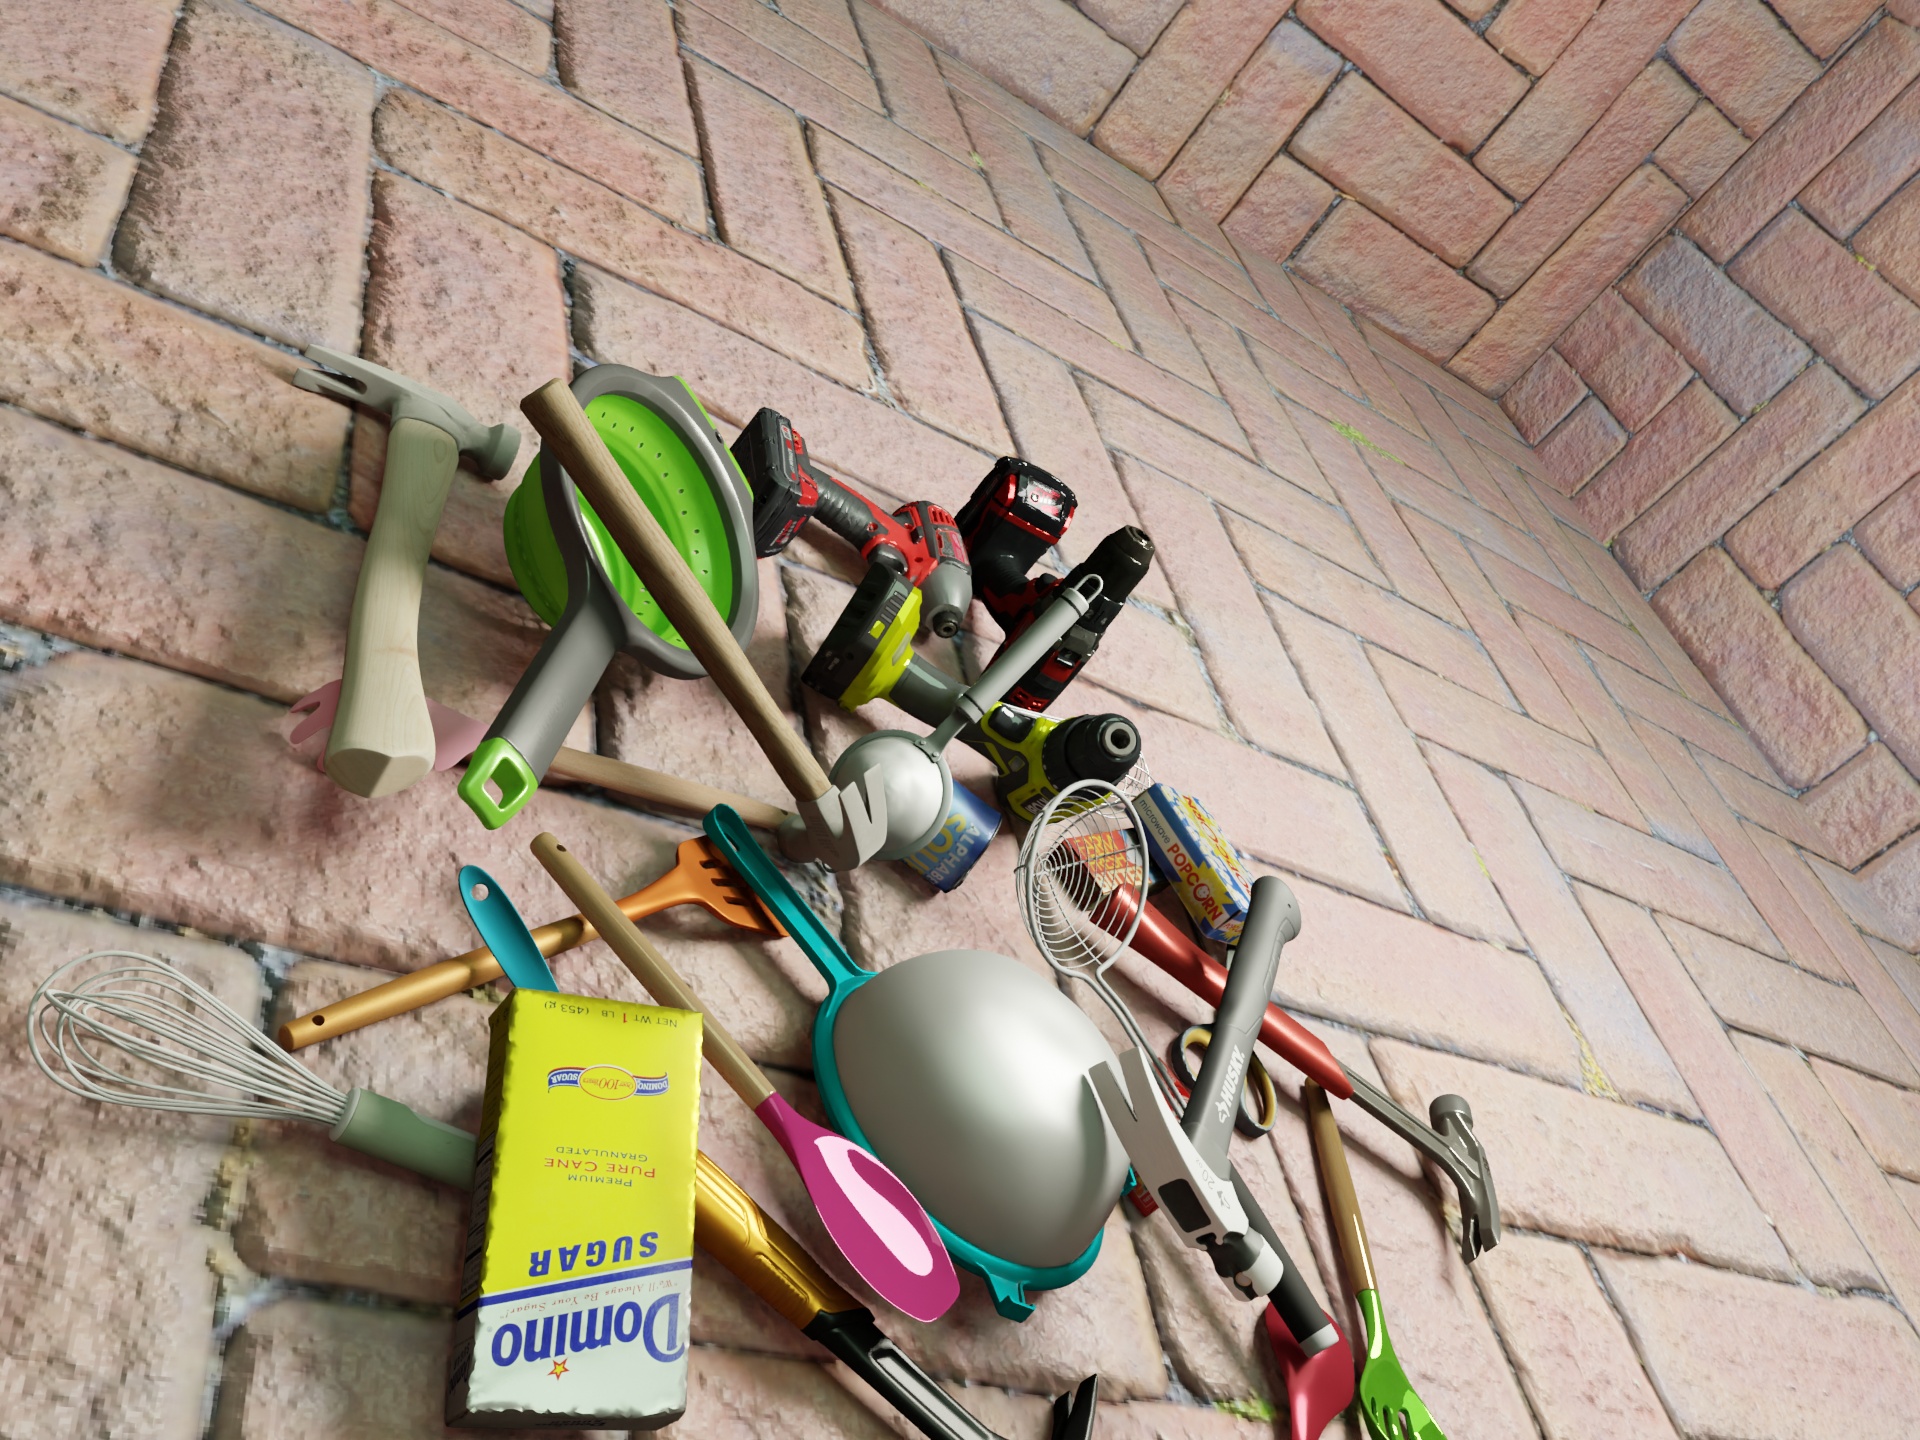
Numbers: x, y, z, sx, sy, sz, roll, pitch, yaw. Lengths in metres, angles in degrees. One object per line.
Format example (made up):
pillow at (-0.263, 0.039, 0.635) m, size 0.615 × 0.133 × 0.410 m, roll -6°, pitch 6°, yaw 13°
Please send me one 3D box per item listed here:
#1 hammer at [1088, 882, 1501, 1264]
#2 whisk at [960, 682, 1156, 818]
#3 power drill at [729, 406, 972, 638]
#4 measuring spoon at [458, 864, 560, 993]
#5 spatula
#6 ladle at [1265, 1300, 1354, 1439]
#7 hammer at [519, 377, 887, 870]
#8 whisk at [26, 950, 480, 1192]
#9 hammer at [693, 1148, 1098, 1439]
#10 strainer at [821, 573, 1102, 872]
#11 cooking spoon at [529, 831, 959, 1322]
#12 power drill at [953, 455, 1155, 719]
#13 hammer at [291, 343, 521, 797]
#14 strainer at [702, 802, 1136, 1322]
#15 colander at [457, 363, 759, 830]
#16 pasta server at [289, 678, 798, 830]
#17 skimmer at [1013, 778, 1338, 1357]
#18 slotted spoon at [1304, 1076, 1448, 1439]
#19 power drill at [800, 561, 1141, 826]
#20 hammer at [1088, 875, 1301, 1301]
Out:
hammer at (0.240, 0.237, 1.136) m, size 0.359 × 0.036 × 0.149 m, roll 37°, pitch 27°, yaw -10°
whisk at (0.030, -0.002, 1.232) m, size 0.284 × 0.070 × 0.070 m, roll 27°, pitch 33°, yaw -15°
power drill at (-0.084, -0.148, 1.274) m, size 0.219 × 0.078 × 0.143 m, roll 24°, pitch 35°, yaw -32°
measuring spoon at (-0.214, 0.128, 0.789) m, size 0.042 × 0.021 × 0.128 m, roll -31°, pitch 90°, yaw -25°
spatula at (-0.209, 0.118, 0.839) m, size 0.322 × 0.041 × 0.081 m, roll -17°, pitch 64°, yaw -51°
ladle at (0.178, 0.432, 0.864) m, size 0.069 × 0.031 × 0.315 m, roll 38°, pitch 32°, yaw -3°
hammer at (-0.146, -0.049, 0.918) m, size 0.031 × 0.130 × 0.331 m, roll -41°, pitch 108°, yaw -28°
whisk at (-0.272, 0.165, 0.684) m, size 0.246 × 0.058 × 0.059 m, roll 31°, pitch 66°, yaw -25°
hammer at (-0.073, 0.269, 0.769) m, size 0.337 × 0.034 × 0.127 m, roll 42°, pitch 31°, yaw -2°
strainer at (-0.002, -0.003, 1.015) m, size 0.087 × 0.258 × 0.050 m, roll 42°, pitch -7°, yaw 22°
cooking spoon at (-0.115, 0.173, 0.803) m, size 0.319 × 0.017 × 0.068 m, roll 46°, pitch 25°, yaw 14°
power drill at (0.071, -0.127, 1.313) m, size 0.080 × 0.188 × 0.227 m, roll 23°, pitch 30°, yaw -29°
hammer at (-0.333, -0.098, 0.914) m, size 0.146 × 0.038 × 0.411 m, roll 22°, pitch 27°, yaw -26°
strainer at (-0.015, 0.155, 0.904) m, size 0.340 × 0.095 × 0.211 m, roll 48°, pitch 22°, yaw 12°
colander at (-0.236, -0.066, 0.954) m, size 0.204 × 0.094 × 0.397 m, roll 60°, pitch 27°, yaw -29°
pasta server at (-0.227, 0.031, 0.930) m, size 0.316 × 0.040 × 0.060 m, roll 19°, pitch 36°, yaw -39°
skimmer at (0.143, 0.207, 0.985) m, size 0.127 × 0.090 × 0.364 m, roll -2°, pitch 53°, yaw -47°
slotted spoon at (0.265, 0.360, 1.054) m, size 0.070 × 0.031 × 0.314 m, roll 29°, pitch 30°, yaw -21°
power drill at (0.012, -0.011, 1.112) m, size 0.228 × 0.190 × 0.080 m, roll 33°, pitch 72°, yaw -6°
hammer at (0.166, 0.185, 0.974) m, size 0.146 × 0.035 × 0.335 m, roll 54°, pitch 29°, yaw -9°
